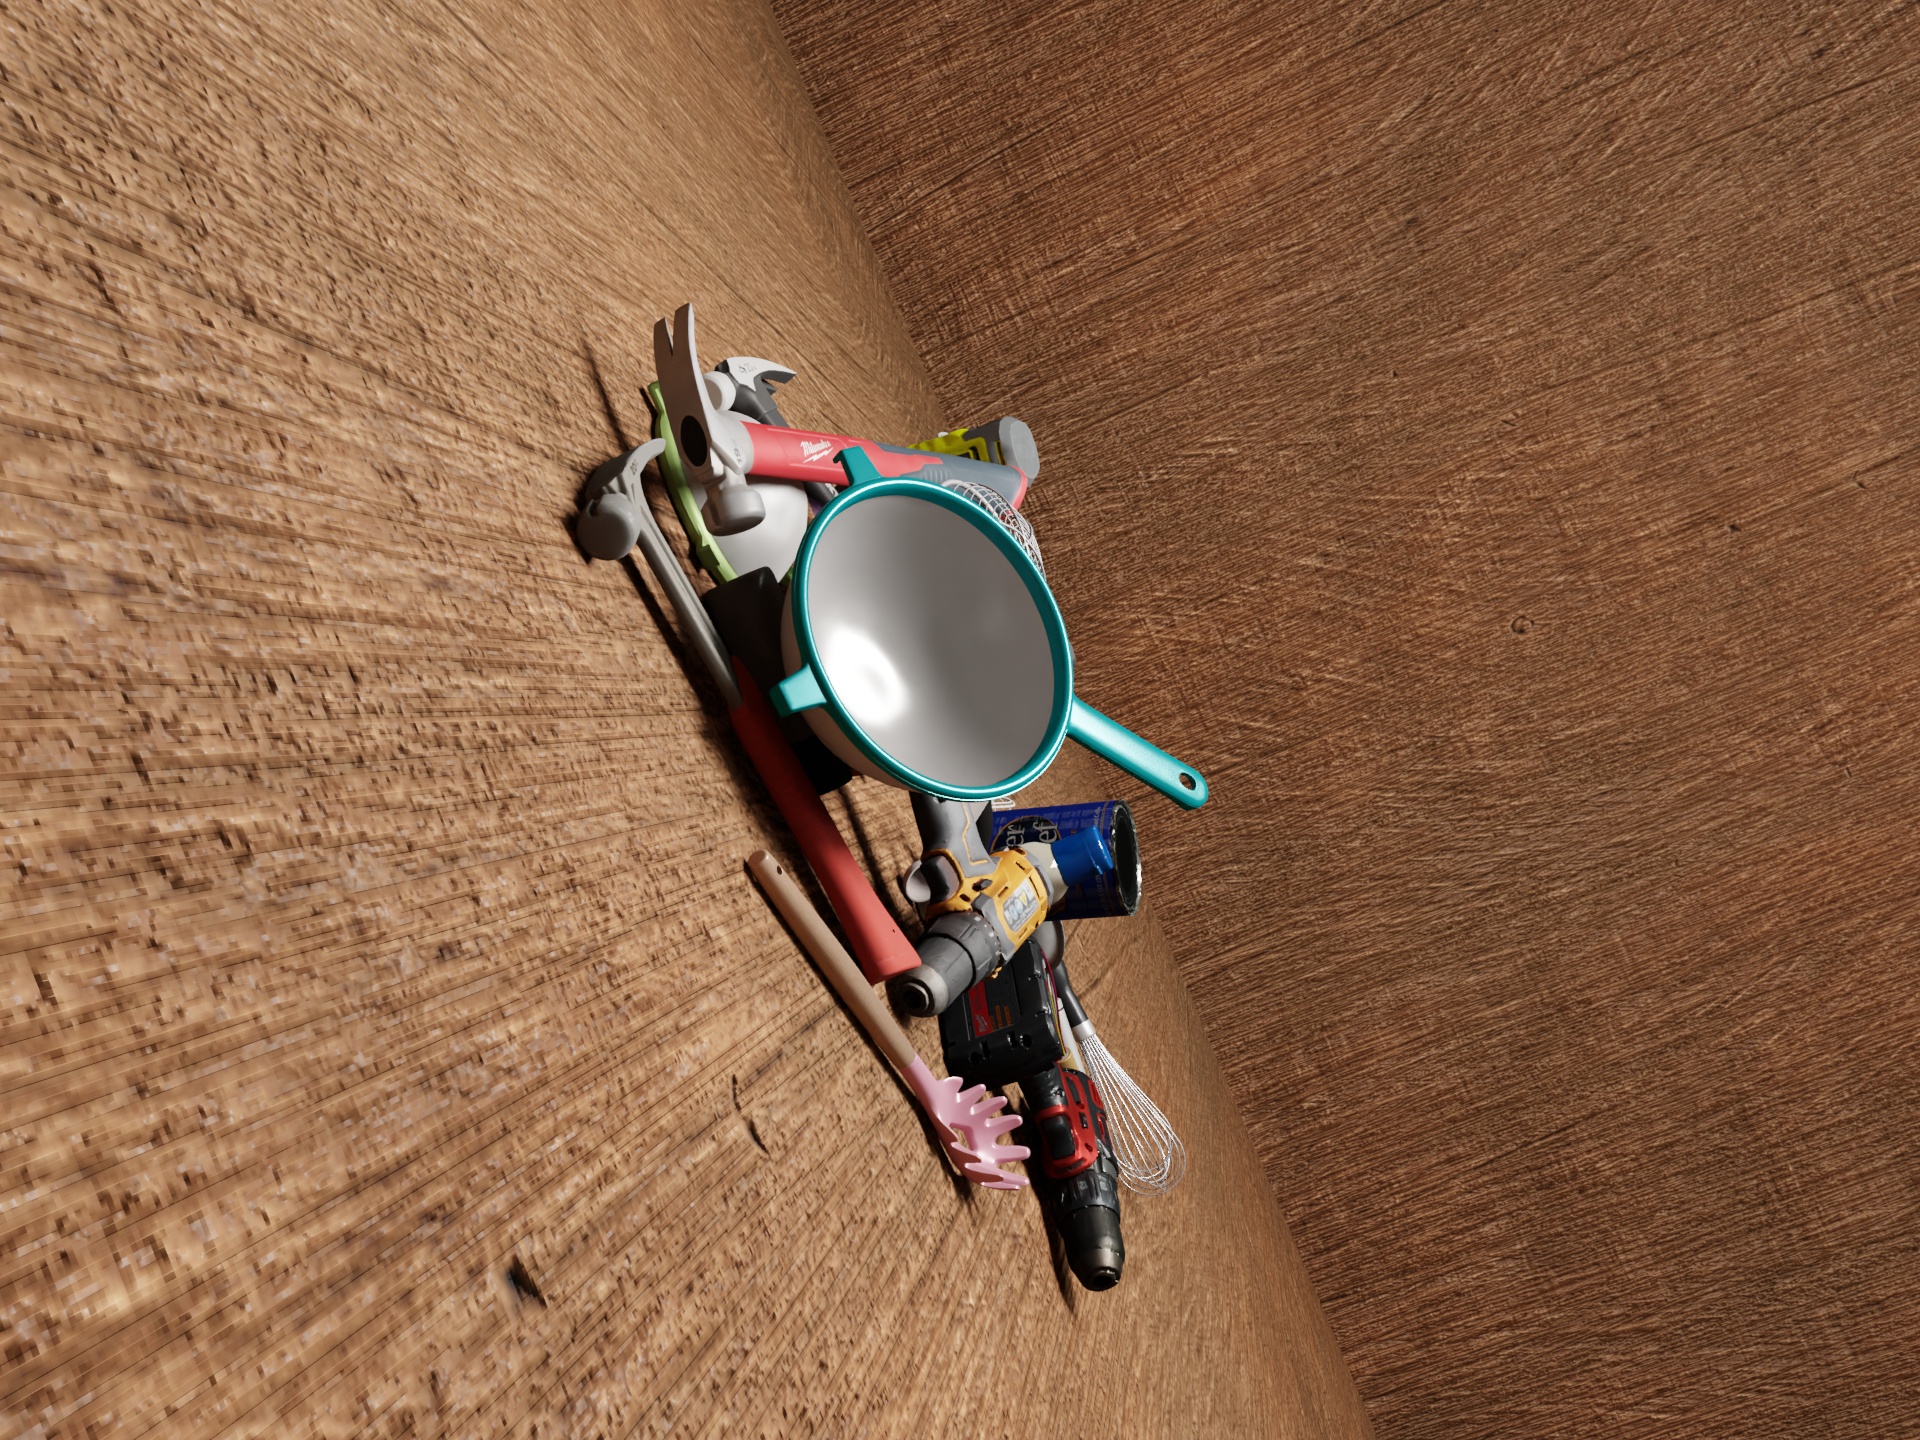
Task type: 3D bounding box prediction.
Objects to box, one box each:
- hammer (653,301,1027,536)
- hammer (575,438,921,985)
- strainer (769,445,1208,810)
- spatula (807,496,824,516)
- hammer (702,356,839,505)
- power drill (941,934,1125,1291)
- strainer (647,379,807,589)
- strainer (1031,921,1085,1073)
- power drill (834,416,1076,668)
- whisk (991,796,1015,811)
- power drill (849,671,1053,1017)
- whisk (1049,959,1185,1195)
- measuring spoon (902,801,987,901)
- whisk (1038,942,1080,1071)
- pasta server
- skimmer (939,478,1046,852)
[{"bbox_3d":[-0.065,-0.195,1.125,0.386,0.038,0.143,-6,77,-58],"label":"hammer"},{"bbox_3d":[-0.117,0.007,0.944,0.149,0.036,0.358,-93,158,-66],"label":"hammer"},{"bbox_3d":[0.013,-0.011,1.027,0.340,0.095,0.211,30,54,-28],"label":"strainer"},{"bbox_3d":[-0.010,-0.077,1.237,0.315,0.018,0.060,39,17,-37],"label":"spatula"},{"bbox_3d":[-0.081,-0.145,1.257,0.334,0.035,0.146,52,22,-8],"label":"hammer"},{"bbox_3d":[0.063,0.292,1.178,0.188,0.080,0.226,-100,167,-55],"label":"power drill"},{"bbox_3d":[-0.129,-0.140,1.139,0.256,0.069,0.152,44,24,-65],"label":"strainer"},{"bbox_3d":[0.083,0.260,1.486,0.087,0.050,0.258,-12,-82,54],"label":"strainer"},{"bbox_3d":[-0.007,-0.129,1.364,0.080,0.190,0.228,-27,102,-62],"label":"power drill"},{"bbox_3d":[0.006,0.078,1.483,0.058,0.059,0.246,27,7,11],"label":"whisk"},{"bbox_3d":[-0.027,0.079,1.097,0.226,0.084,0.185,65,31,-9],"label":"power drill"},{"bbox_3d":[0.135,0.336,1.572,0.285,0.070,0.070,62,8,7],"label":"whisk"},{"bbox_3d":[-0.006,0.081,1.202,0.034,0.124,0.018,34,-2,-42],"label":"measuring spoon"},{"bbox_3d":[0.080,0.281,1.423,0.051,0.047,0.244,-74,146,-58],"label":"whisk"},{"bbox_3d":[-0.038,0.184,0.953,0.060,0.040,0.315,-85,151,-50],"label":"pasta server"},{"bbox_3d":[-0.002,-0.004,1.217,0.127,0.090,0.363,-57,161,-57],"label":"skimmer"}]
